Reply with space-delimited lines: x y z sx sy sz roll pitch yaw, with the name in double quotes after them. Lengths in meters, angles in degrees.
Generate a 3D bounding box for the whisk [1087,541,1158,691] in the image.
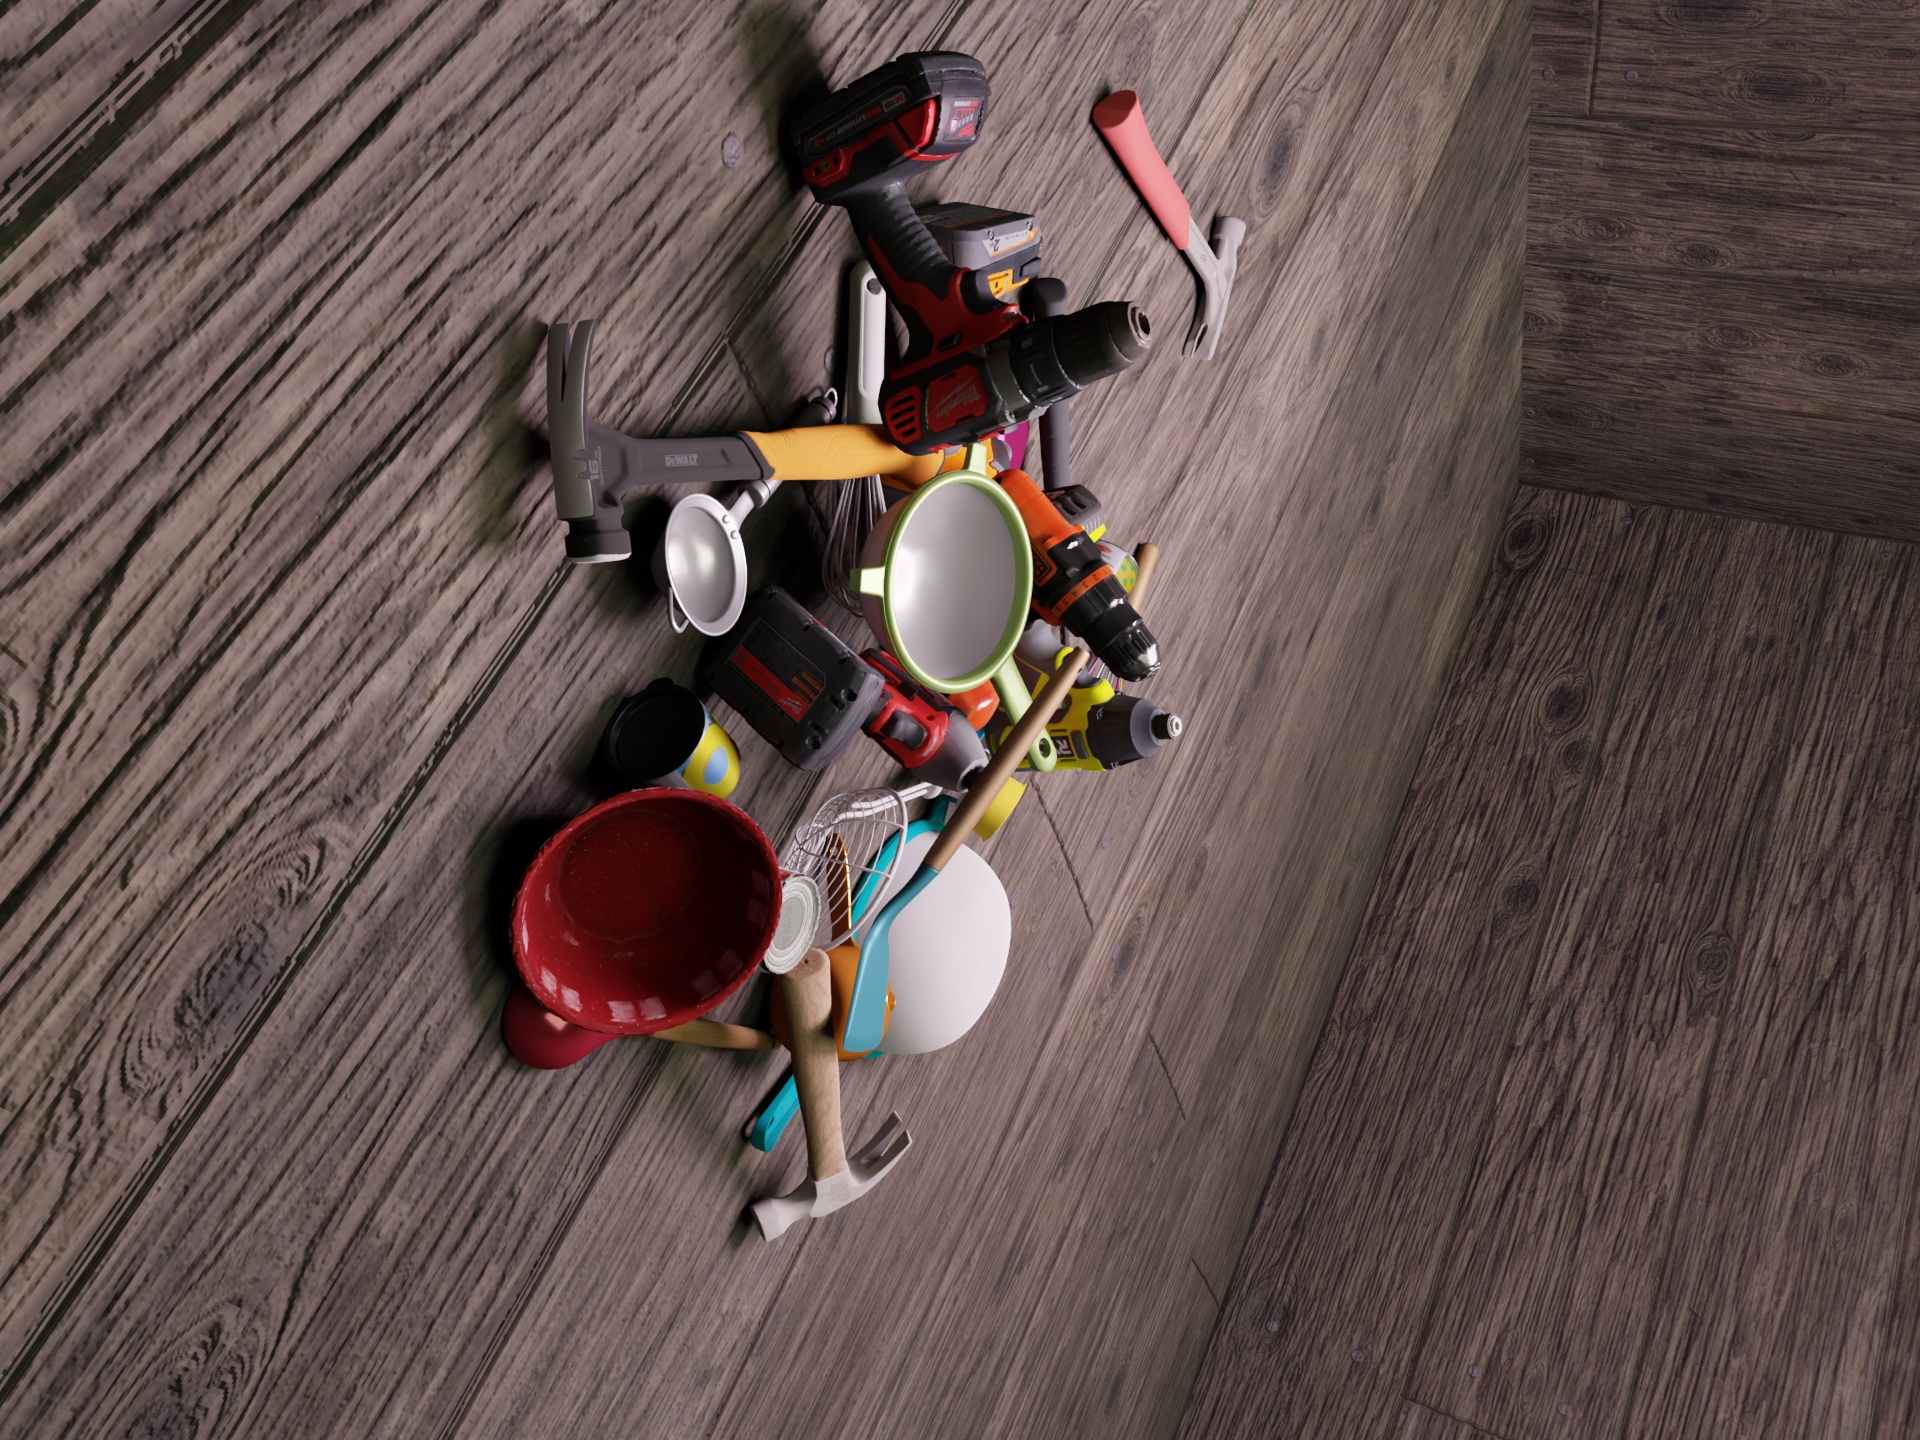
0.155 -0.080 1.615 0.245 0.047 0.051 -69 152 -24 "whisk"

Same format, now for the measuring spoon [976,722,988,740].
-0.002 -0.004 1.331 0.042 0.021 0.128 -49 161 -10 "measuring spoon"

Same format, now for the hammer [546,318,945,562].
-0.115 -0.170 0.971 0.337 0.034 0.127 -15 103 -55 "hammer"

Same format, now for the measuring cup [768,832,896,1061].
-0.104 0.171 1.197 0.052 0.095 0.174 7 77 -57 "measuring cup"

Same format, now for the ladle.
-0.197 0.208 1.072 0.315 0.031 0.069 34 73 -64 "ladle"

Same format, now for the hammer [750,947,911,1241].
-0.100 0.269 1.152 0.130 0.031 0.331 -21 141 -19 "hammer"

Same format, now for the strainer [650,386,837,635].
-0.135 -0.138 1.005 0.259 0.050 0.086 -60 139 -41 "strainer"

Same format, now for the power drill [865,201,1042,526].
0.000 -0.257 1.172 0.164 0.084 0.226 -36 138 -53 "power drill"

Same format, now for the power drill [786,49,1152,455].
0.006 -0.291 0.983 0.080 0.188 0.226 -33 106 -54 "power drill"

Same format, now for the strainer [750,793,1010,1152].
-0.045 0.232 1.306 0.340 0.095 0.210 -51 145 -43 "strainer"

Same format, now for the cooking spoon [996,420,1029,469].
0.012 -0.114 1.330 0.068 0.017 0.319 17 88 -67 "cooking spoon"

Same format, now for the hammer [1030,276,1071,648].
0.086 -0.174 1.384 0.149 0.036 0.408 -111 -164 -69 "hammer"

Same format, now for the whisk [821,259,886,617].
-0.067 -0.193 1.108 0.057 0.059 0.246 -7 107 -33 "whisk"

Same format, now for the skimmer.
-0.030 0.083 1.225 0.127 0.090 0.363 -45 170 23 "skimmer"

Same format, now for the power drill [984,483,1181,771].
0.077 -0.066 1.267 0.080 0.171 0.223 -38 116 -46 "power drill"

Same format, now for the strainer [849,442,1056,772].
-0.001 -0.059 1.121 0.151 0.069 0.256 -53 133 -29 "strainer"

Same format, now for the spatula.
0.004 0.086 1.104 0.317 0.044 0.082 -55 162 0 "spatula"

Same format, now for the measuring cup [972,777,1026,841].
0.026 0.064 1.397 0.062 0.029 0.156 -54 -173 6 "measuring cup"

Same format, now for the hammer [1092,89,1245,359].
0.197 -0.473 1.500 0.358 0.037 0.149 22 83 -64 "hammer"

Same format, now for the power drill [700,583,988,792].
-0.064 -0.008 1.093 0.078 0.143 0.219 -53 153 8 "power drill"
